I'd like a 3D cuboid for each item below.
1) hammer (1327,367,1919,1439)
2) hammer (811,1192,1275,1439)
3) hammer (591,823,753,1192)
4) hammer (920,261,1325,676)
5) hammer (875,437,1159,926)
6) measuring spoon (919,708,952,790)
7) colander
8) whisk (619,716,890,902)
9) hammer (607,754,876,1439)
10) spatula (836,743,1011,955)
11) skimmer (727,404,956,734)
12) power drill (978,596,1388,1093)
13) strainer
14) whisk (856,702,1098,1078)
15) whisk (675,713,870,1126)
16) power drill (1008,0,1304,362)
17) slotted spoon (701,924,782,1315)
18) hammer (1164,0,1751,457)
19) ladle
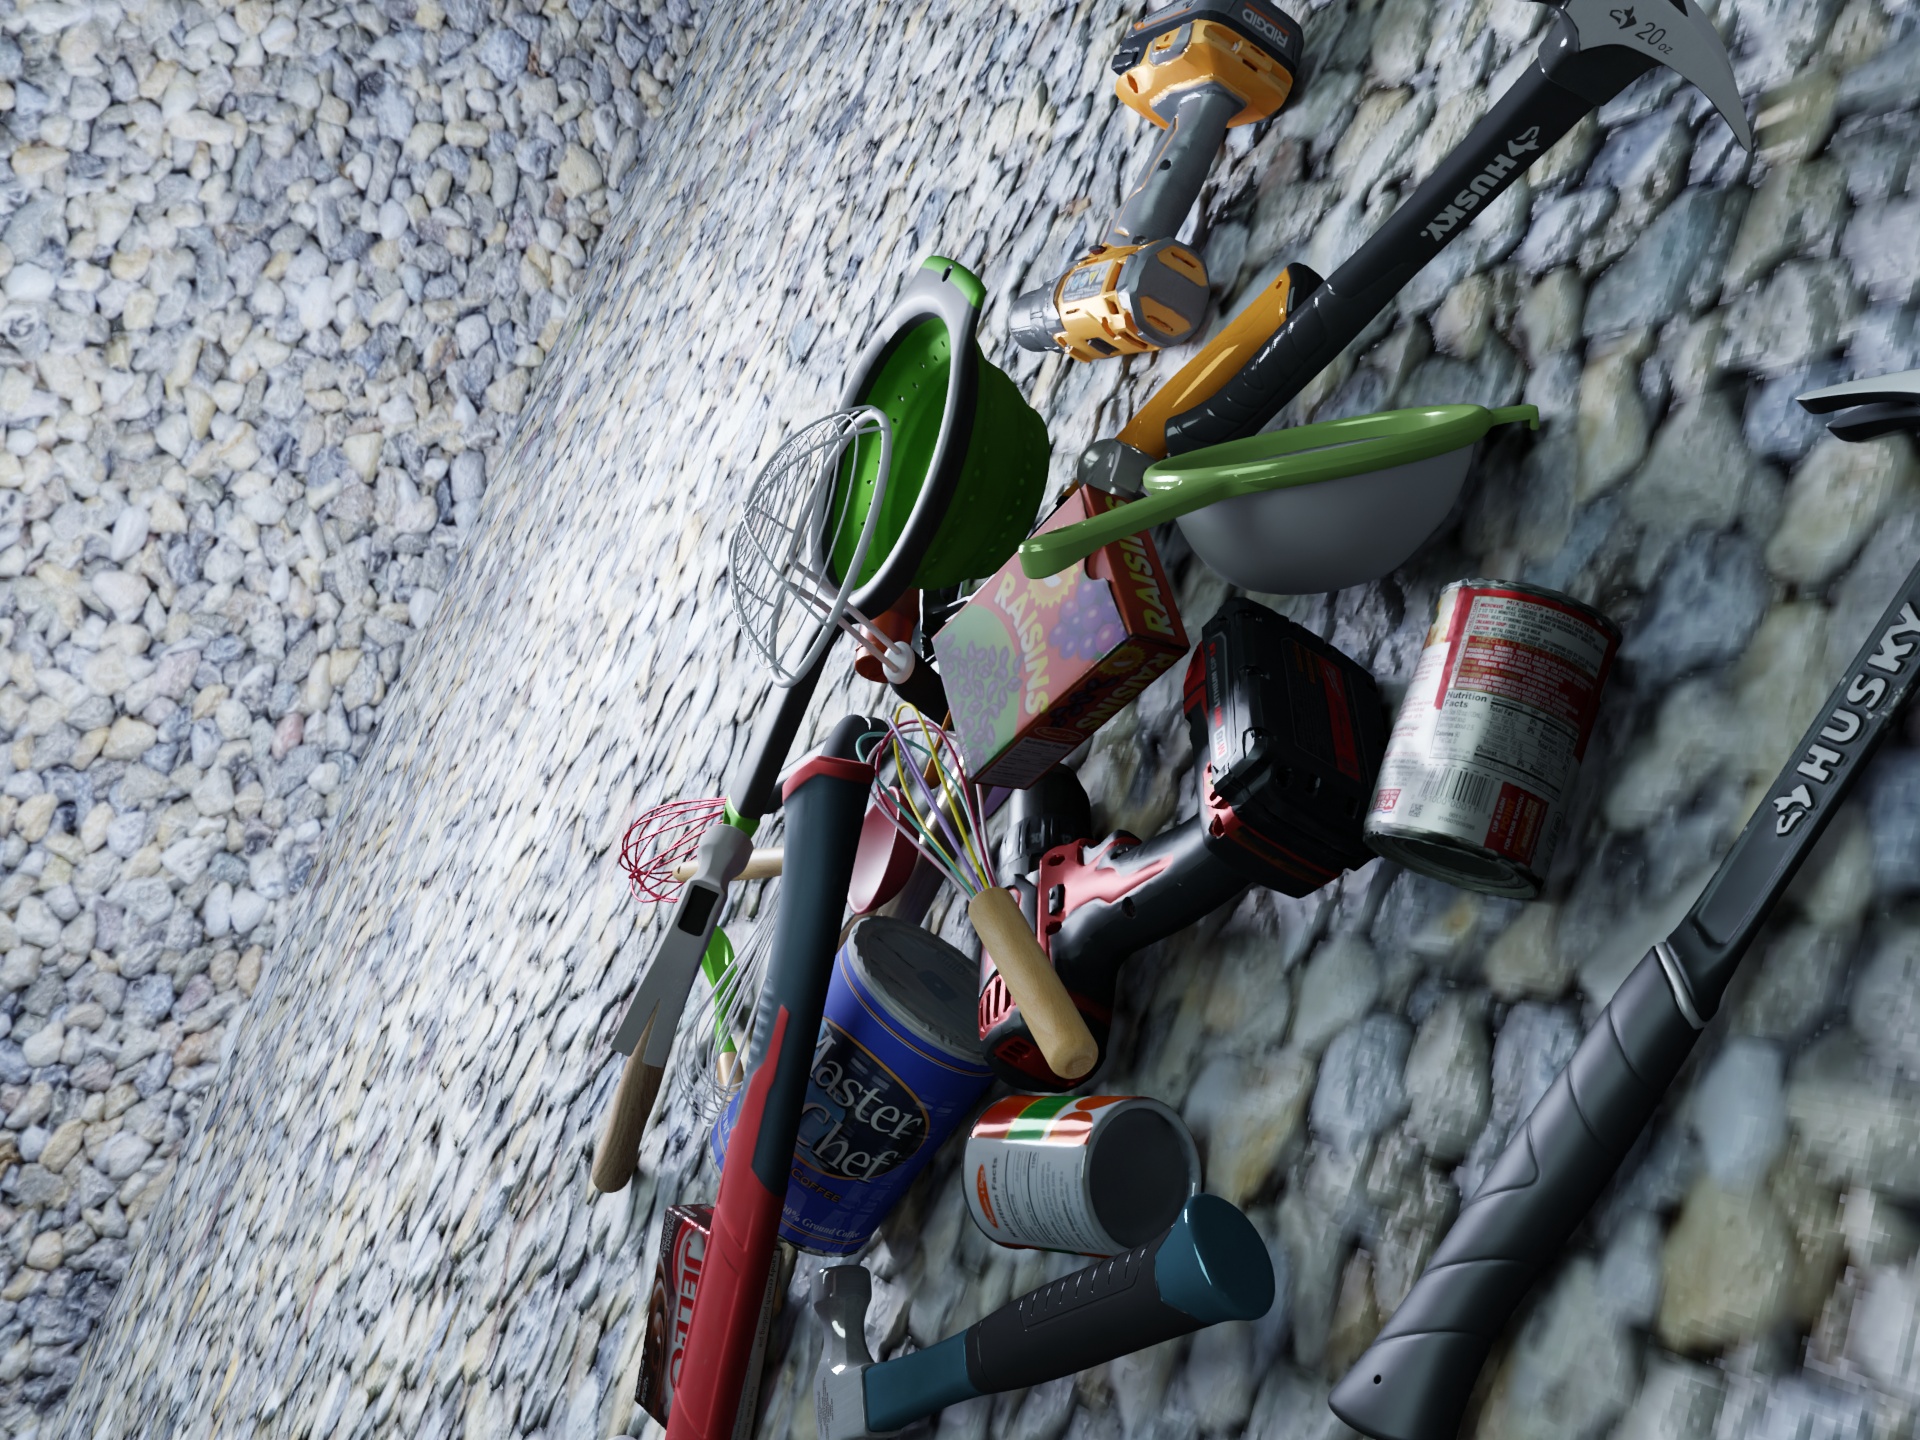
[{"bbox_3d":[0.237,0.064,0.508,0.409,0.036,0.149,-59,27,7],"label":"hammer"},{"bbox_3d":[0.016,0.255,0.645,0.331,0.033,0.128,-47,42,48],"label":"hammer"},{"bbox_3d":[-0.194,0.210,0.989,0.130,0.031,0.331,-71,4,-45],"label":"hammer"},{"bbox_3d":[0.087,-0.148,0.948,0.337,0.034,0.127,-42,35,34],"label":"hammer"},{"bbox_3d":[0.002,0.040,0.862,0.410,0.038,0.146,-63,6,12],"label":"hammer"},{"bbox_3d":[-0.001,-0.003,0.862,0.117,0.011,0.021,-68,0,-47],"label":"measuring spoon"},{"bbox_3d":[-0.042,-0.078,0.983,0.397,0.094,0.205,-66,27,18],"label":"colander"},{"bbox_3d":[-0.154,0.063,1.148,0.296,0.073,0.073,-30,42,37],"label":"whisk"},{"bbox_3d":[-0.083,0.209,0.739,0.143,0.038,0.386,12,90,38],"label":"hammer"},{"bbox_3d":[-0.039,0.097,0.959,0.316,0.018,0.060,-53,46,17],"label":"spatula"},{"bbox_3d":[-0.025,-0.042,0.810,0.090,0.363,0.127,11,78,19],"label":"skimmer"},{"bbox_3d":[0.087,0.046,0.735,0.226,0.080,0.188,-47,25,35],"label":"power drill"},{"bbox_3d":[0.123,-0.076,0.671,0.151,0.256,0.069,3,110,48],"label":"strainer"},{"bbox_3d":[0.005,0.067,0.720,0.047,0.051,0.245,-56,35,19],"label":"whisk"},{"bbox_3d":[-0.105,0.115,0.982,0.070,0.070,0.285,-24,41,50],"label":"whisk"},{"bbox_3d":[0.114,-0.338,1.024,0.185,0.084,0.226,13,82,63],"label":"power drill"},{"bbox_3d":[-0.141,0.234,0.997,0.314,0.031,0.070,-112,10,-51],"label":"slotted spoon"},{"bbox_3d":[0.203,-0.211,0.744,0.334,0.146,0.035,-45,34,52],"label":"hammer"},{"bbox_3d":[-0.104,0.083,0.929,0.315,0.031,0.069,-13,60,57],"label":"ladle"}]
